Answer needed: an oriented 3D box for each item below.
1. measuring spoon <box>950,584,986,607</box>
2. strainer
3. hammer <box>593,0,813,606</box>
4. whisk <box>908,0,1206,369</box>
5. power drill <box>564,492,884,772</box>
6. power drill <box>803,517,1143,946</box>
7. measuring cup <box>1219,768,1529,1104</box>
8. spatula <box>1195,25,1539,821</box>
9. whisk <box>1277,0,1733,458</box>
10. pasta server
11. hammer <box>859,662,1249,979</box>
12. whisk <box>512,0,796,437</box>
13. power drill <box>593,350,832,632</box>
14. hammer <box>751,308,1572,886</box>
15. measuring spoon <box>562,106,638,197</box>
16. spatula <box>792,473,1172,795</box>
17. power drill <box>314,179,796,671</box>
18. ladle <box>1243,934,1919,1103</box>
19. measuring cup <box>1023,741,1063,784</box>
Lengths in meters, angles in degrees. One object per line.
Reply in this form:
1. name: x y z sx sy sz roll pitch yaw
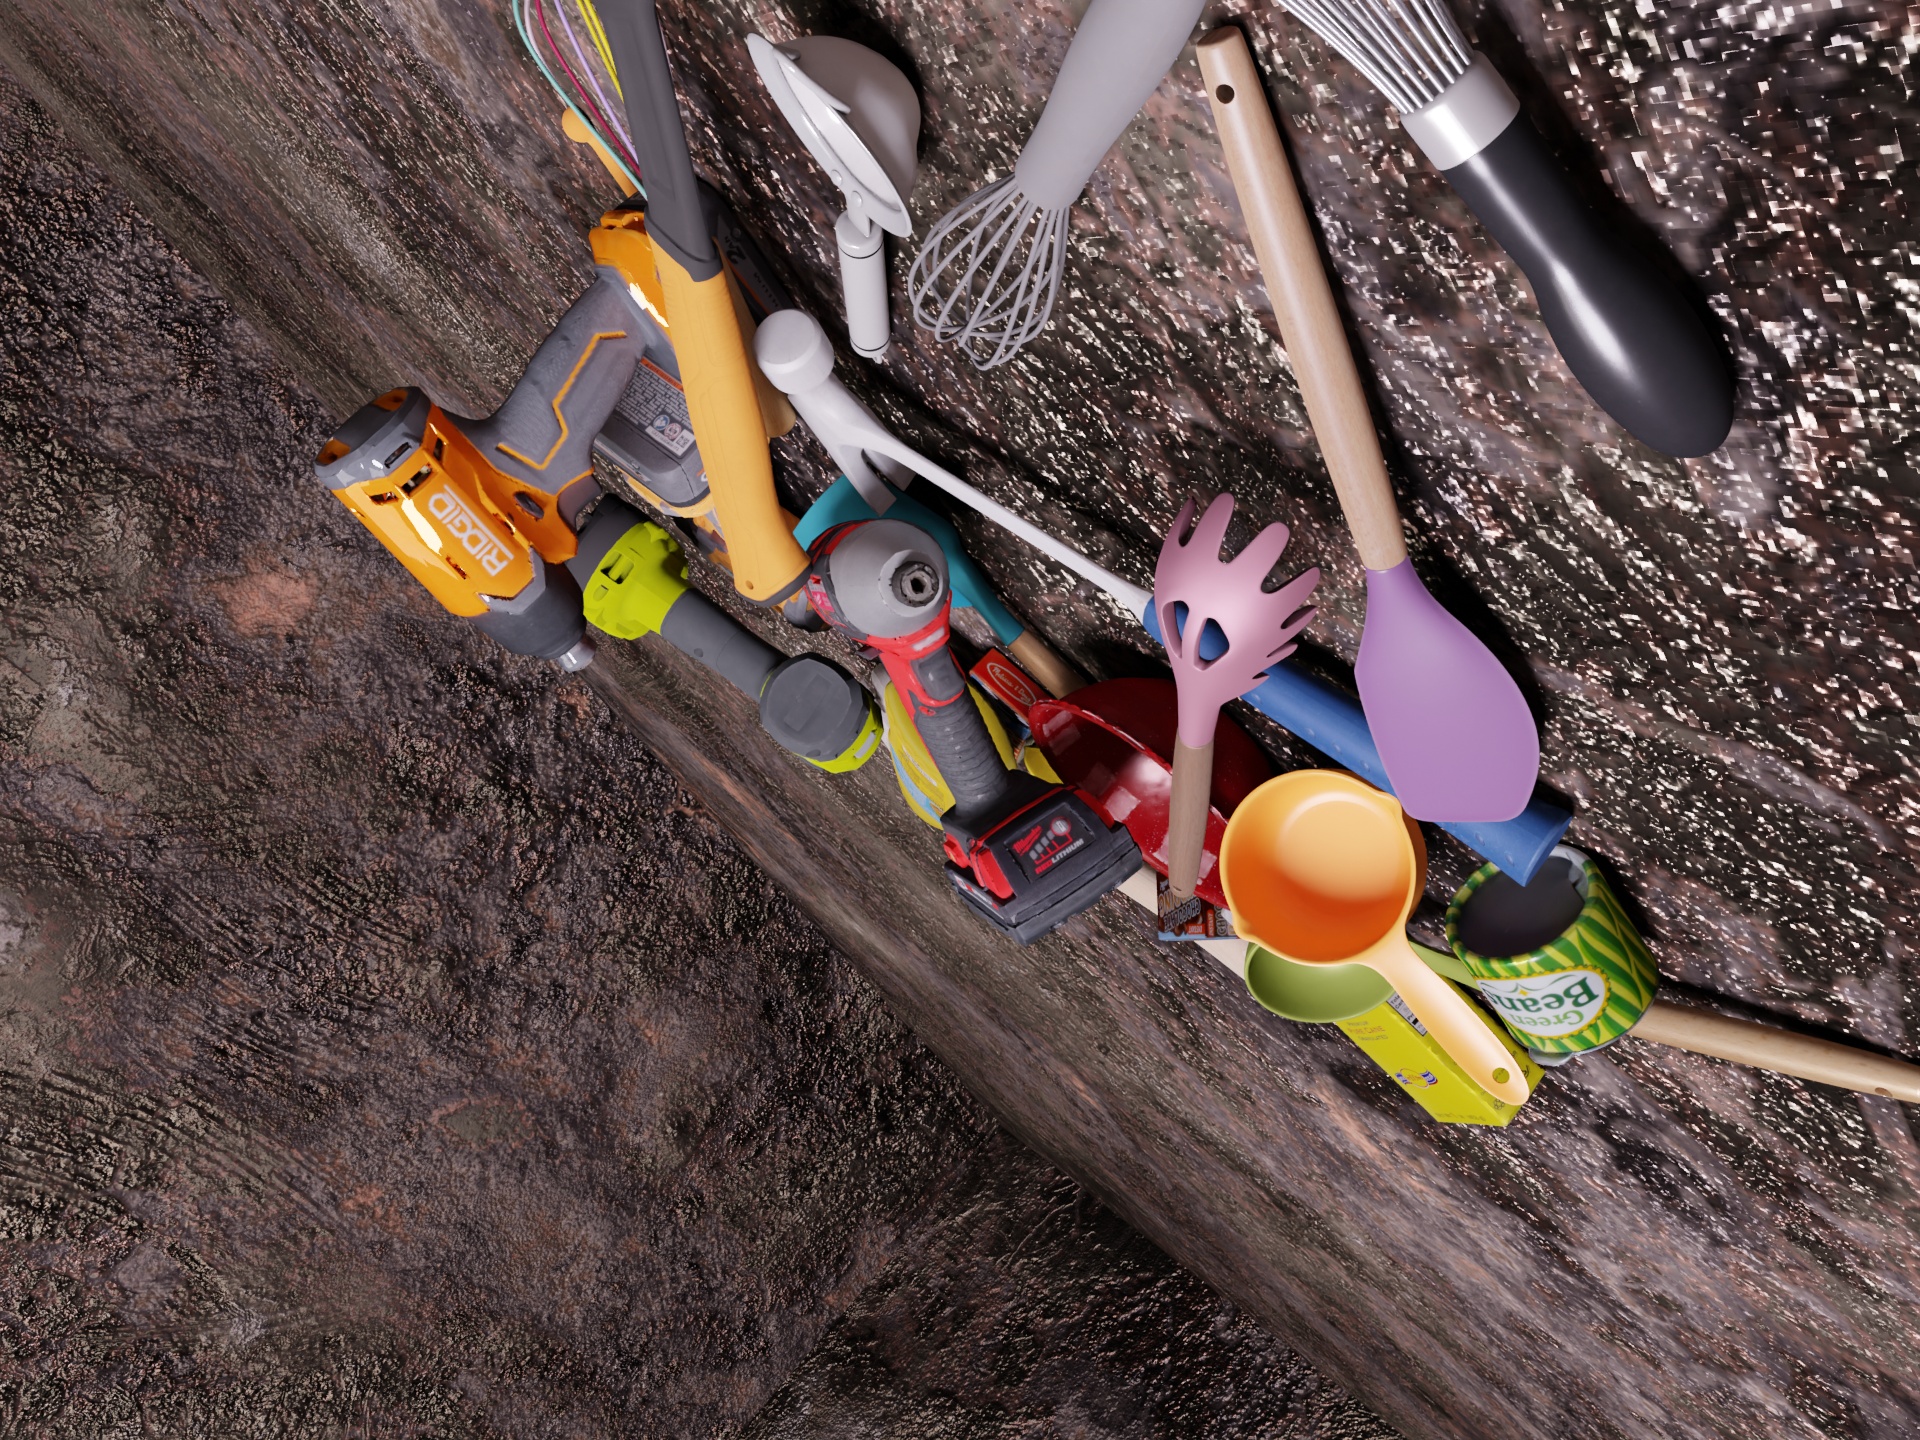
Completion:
1. measuring spoon: -0.014 -0.070 0.965 0.042 0.021 0.129 47 165 -14
2. strainer: -0.040 -0.200 0.630 0.087 0.050 0.258 49 172 8
3. hammer: -0.120 -0.185 0.682 0.127 0.034 0.336 19 141 25
4. whisk: 0.029 -0.176 0.506 0.055 0.055 0.239 44 161 -3
5. power drill: -0.149 -0.044 1.059 0.228 0.080 0.190 35 177 8
6. power drill: -0.001 -0.003 0.807 0.219 0.078 0.143 60 168 -14
7. measuring cup: 0.193 0.096 0.713 0.174 0.095 0.052 50 -160 15
8. spatula: 0.134 -0.073 0.518 0.060 0.018 0.315 -3 133 33
9. whisk: 0.093 -0.162 0.355 0.284 0.070 0.070 43 167 -19
10. pasta server: 0.104 0.011 0.678 0.060 0.040 0.316 34 162 20
11. hammer: 0.076 0.080 1.125 0.411 0.038 0.146 29 159 43
12. whisk: -0.129 -0.230 0.713 0.047 0.051 0.244 19 144 41
13. power drill: -0.169 -0.158 1.011 0.185 0.084 0.226 37 172 25
14. hammer: 0.079 -0.053 0.708 0.406 0.035 0.144 35 174 23
15. measuring spoon: -0.171 -0.270 0.837 0.116 0.011 0.021 52 163 -31
16. spatula: 0.044 -0.022 0.896 0.317 0.044 0.082 43 136 -7
17. power drill: -0.180 -0.141 0.793 0.084 0.226 0.164 25 157 51
18. ladle: 0.253 0.130 0.701 0.078 0.062 0.320 47 159 -28
19. measuring cup: 0.057 0.039 1.046 0.062 0.029 0.156 45 161 -3
